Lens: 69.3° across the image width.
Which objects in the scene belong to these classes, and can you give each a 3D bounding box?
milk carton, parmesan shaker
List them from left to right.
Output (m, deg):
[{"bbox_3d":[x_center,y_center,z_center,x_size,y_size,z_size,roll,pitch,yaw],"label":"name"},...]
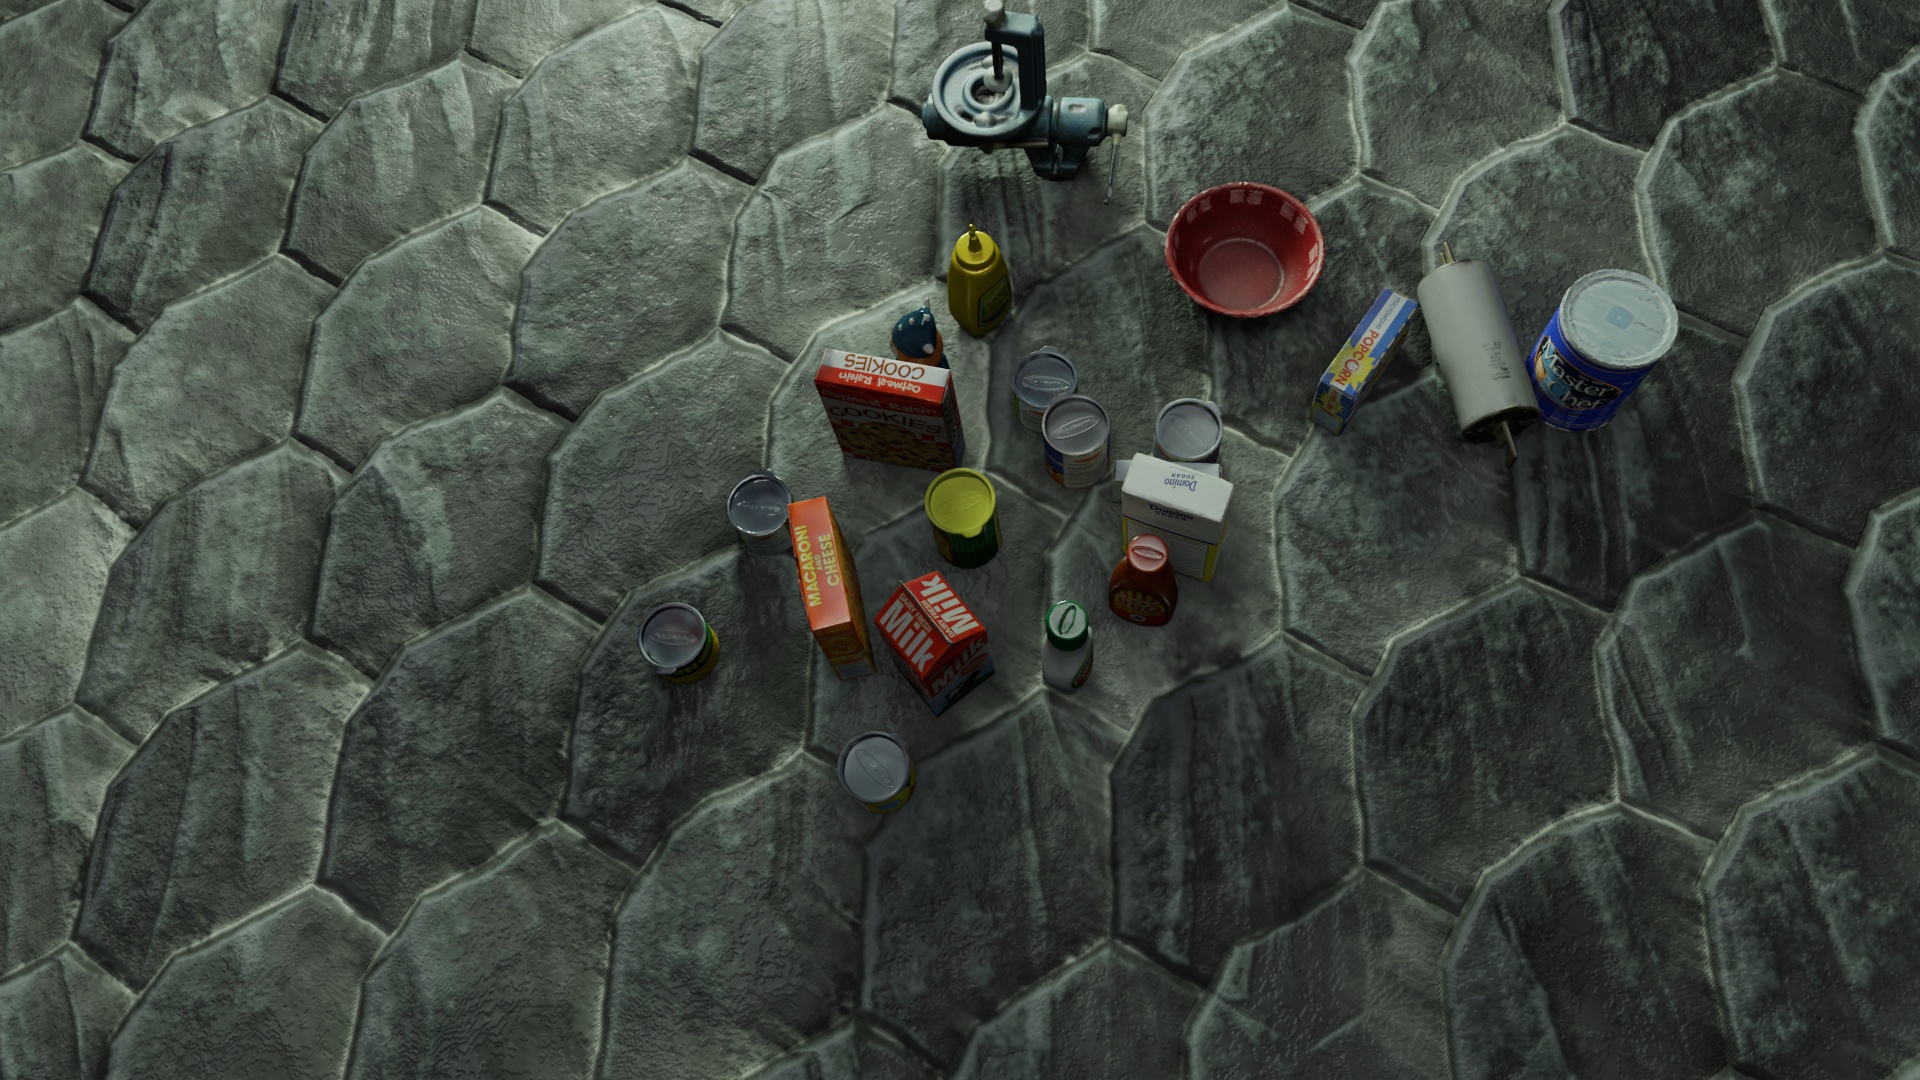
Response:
[{"bbox_3d":[-0.023,0.091,1.247,0.073,0.190,0.072,-38,71,-9],"label":"milk carton"},{"bbox_3d":[0.005,-0.017,1.333,0.071,0.102,0.071,-2,69,4],"label":"parmesan shaker"}]

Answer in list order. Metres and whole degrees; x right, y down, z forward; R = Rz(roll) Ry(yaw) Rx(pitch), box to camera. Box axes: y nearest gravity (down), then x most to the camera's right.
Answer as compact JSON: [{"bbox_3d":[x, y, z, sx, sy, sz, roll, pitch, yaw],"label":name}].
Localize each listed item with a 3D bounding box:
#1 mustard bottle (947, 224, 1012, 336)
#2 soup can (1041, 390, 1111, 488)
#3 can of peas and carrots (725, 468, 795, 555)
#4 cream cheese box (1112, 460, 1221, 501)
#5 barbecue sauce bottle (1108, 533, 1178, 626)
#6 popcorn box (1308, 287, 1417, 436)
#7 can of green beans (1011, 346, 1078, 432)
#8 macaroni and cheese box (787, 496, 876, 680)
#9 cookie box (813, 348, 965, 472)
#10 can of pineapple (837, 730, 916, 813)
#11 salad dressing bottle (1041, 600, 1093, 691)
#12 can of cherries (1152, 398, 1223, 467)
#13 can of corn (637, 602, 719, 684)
[{"bbox_3d":[0.017,-0.267,1.400,0.049,0.159,0.065,42,78,18],"label":"mustard bottle"},{"bbox_3d":[0.113,-0.099,1.366,0.071,0.083,0.071,-2,69,4],"label":"soup can"},{"bbox_3d":[-0.194,-0.027,1.379,0.071,0.058,0.071,-2,69,4],"label":"can of peas and carrots"},{"bbox_3d":[0.201,-0.056,1.358,0.104,0.053,0.024,2,69,6],"label":"cream cheese box"},{"bbox_3d":[0.169,0.036,1.274,0.065,0.148,0.044,15,71,10],"label":"barbecue sauce bottle"},{"bbox_3d":[0.397,-0.176,1.371,0.038,0.085,0.127,33,75,16],"label":"popcorn box"},{"bbox_3d":[0.086,-0.149,1.403,0.071,0.057,0.071,-2,69,4],"label":"can of green beans"},{"bbox_3d":[-0.118,0.048,1.285,0.040,0.166,0.124,-14,68,0],"label":"macaroni and cheese box"},{"bbox_3d":[-0.065,-0.121,1.346,0.123,0.167,0.040,10,71,9],"label":"cookie box"},{"bbox_3d":[-0.074,0.213,1.275,0.071,0.057,0.071,-2,69,4],"label":"can of pineapple"},{"bbox_3d":[0.097,0.094,1.258,0.044,0.147,0.064,21,73,13],"label":"salad dressing bottle"},{"bbox_3d":[0.226,-0.099,1.370,0.071,0.058,0.072,-2,69,4],"label":"can of cherries"},{"bbox_3d":[-0.270,0.102,1.335,0.071,0.058,0.071,-2,69,4],"label":"can of corn"}]
